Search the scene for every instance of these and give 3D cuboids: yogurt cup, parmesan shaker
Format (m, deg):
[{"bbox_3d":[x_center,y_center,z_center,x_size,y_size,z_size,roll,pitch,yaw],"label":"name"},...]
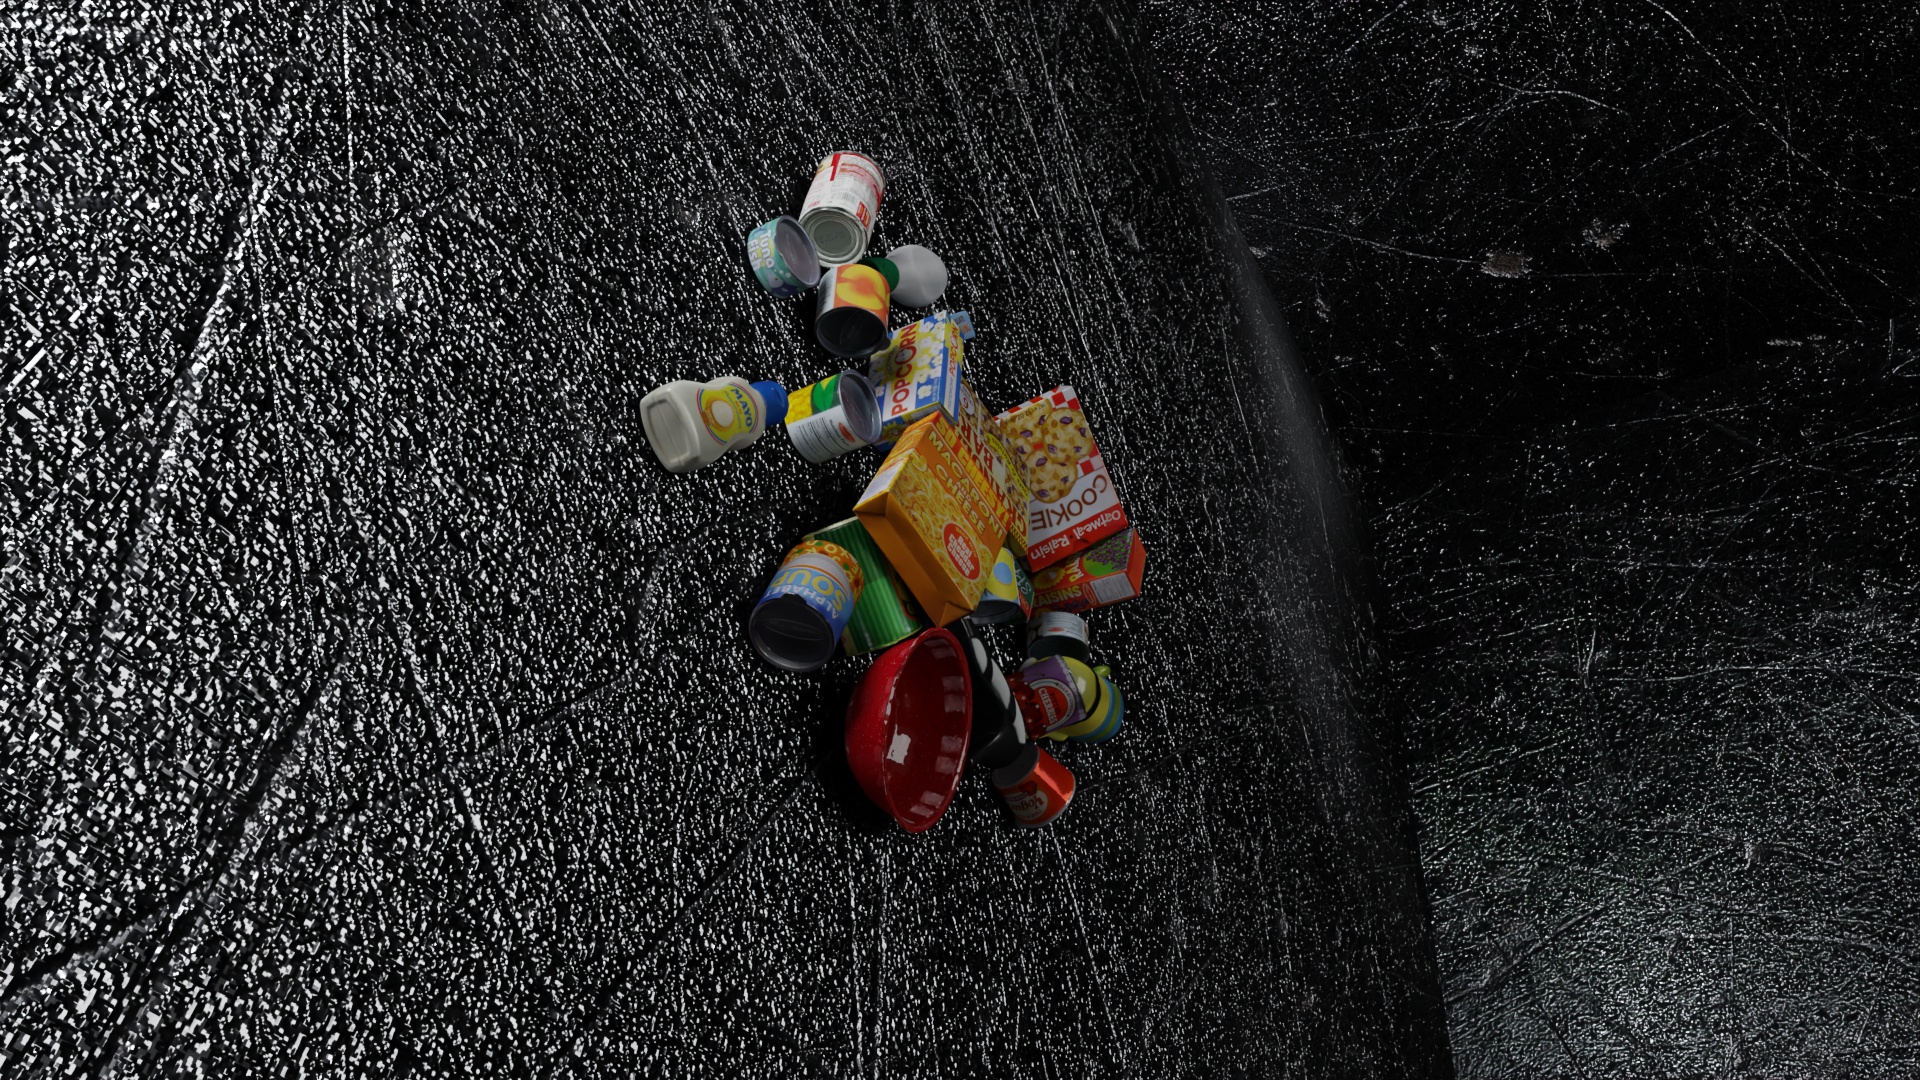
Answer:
[{"bbox_3d":[0.066,0.227,1.305,0.054,0.072,0.073,49,32,-26],"label":"yogurt cup"},{"bbox_3d":[-0.079,0.034,1.123,0.071,0.071,0.103,-33,103,-65],"label":"parmesan shaker"}]

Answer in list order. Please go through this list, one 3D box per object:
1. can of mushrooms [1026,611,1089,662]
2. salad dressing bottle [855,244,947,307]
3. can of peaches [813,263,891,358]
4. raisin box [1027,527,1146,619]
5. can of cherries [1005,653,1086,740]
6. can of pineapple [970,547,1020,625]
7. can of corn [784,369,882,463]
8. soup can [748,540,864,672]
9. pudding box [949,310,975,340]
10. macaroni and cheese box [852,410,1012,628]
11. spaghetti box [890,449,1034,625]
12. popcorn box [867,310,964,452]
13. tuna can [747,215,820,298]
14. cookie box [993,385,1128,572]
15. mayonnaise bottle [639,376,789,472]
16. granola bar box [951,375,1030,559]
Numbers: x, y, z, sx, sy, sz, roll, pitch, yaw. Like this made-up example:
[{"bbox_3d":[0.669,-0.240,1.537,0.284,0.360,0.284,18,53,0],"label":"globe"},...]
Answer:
[{"bbox_3d":[0.101,0.107,1.461,0.071,0.071,0.034,48,32,-42],"label":"can of mushrooms"},{"bbox_3d":[-0.062,-0.267,1.405,0.148,0.044,0.064,-23,96,-65],"label":"salad dressing bottle"},{"bbox_3d":[-0.096,-0.207,1.261,0.071,0.071,0.058,46,34,-44],"label":"can of peaches"},{"bbox_3d":[0.134,0.038,1.505,0.040,0.123,0.086,61,26,-26],"label":"raisin box"},{"bbox_3d":[0.079,0.148,1.306,0.071,0.058,0.071,160,-93,-84],"label":"can of cherries"},{"bbox_3d":[0.020,0.043,1.333,0.071,0.071,0.058,31,45,-55],"label":"can of pineapple"},{"bbox_3d":[-0.107,-0.106,1.178,0.071,0.058,0.071,45,36,-45],"label":"can of corn"},{"bbox_3d":[-0.114,0.046,1.044,0.071,0.071,0.084,61,26,-23],"label":"soup can"},{"bbox_3d":[-0.023,-0.214,1.440,0.084,0.049,0.030,-33,105,-65],"label":"pudding box"},{"bbox_3d":[-0.019,-0.021,1.158,0.123,0.040,0.167,55,26,-16],"label":"macaroni and cheese box"},{"bbox_3d":[0.005,-0.017,1.387,0.249,0.028,0.050,57,28,-29],"label":"spaghetti box"},{"bbox_3d":[-0.044,-0.150,1.309,0.038,0.085,0.127,49,33,-40],"label":"popcorn box"},{"bbox_3d":[-0.155,-0.246,1.208,0.071,0.033,0.071,45,35,-45],"label":"tuna can"},{"bbox_3d":[0.093,-0.066,1.496,0.167,0.123,0.040,67,-12,-11],"label":"cookie box"},{"bbox_3d":[-0.179,-0.094,1.040,0.064,0.041,0.148,68,25,-5],"label":"mayonnaise bottle"},{"bbox_3d":[0.013,-0.074,1.359,0.165,0.039,0.125,51,30,-38],"label":"granola bar box"}]
